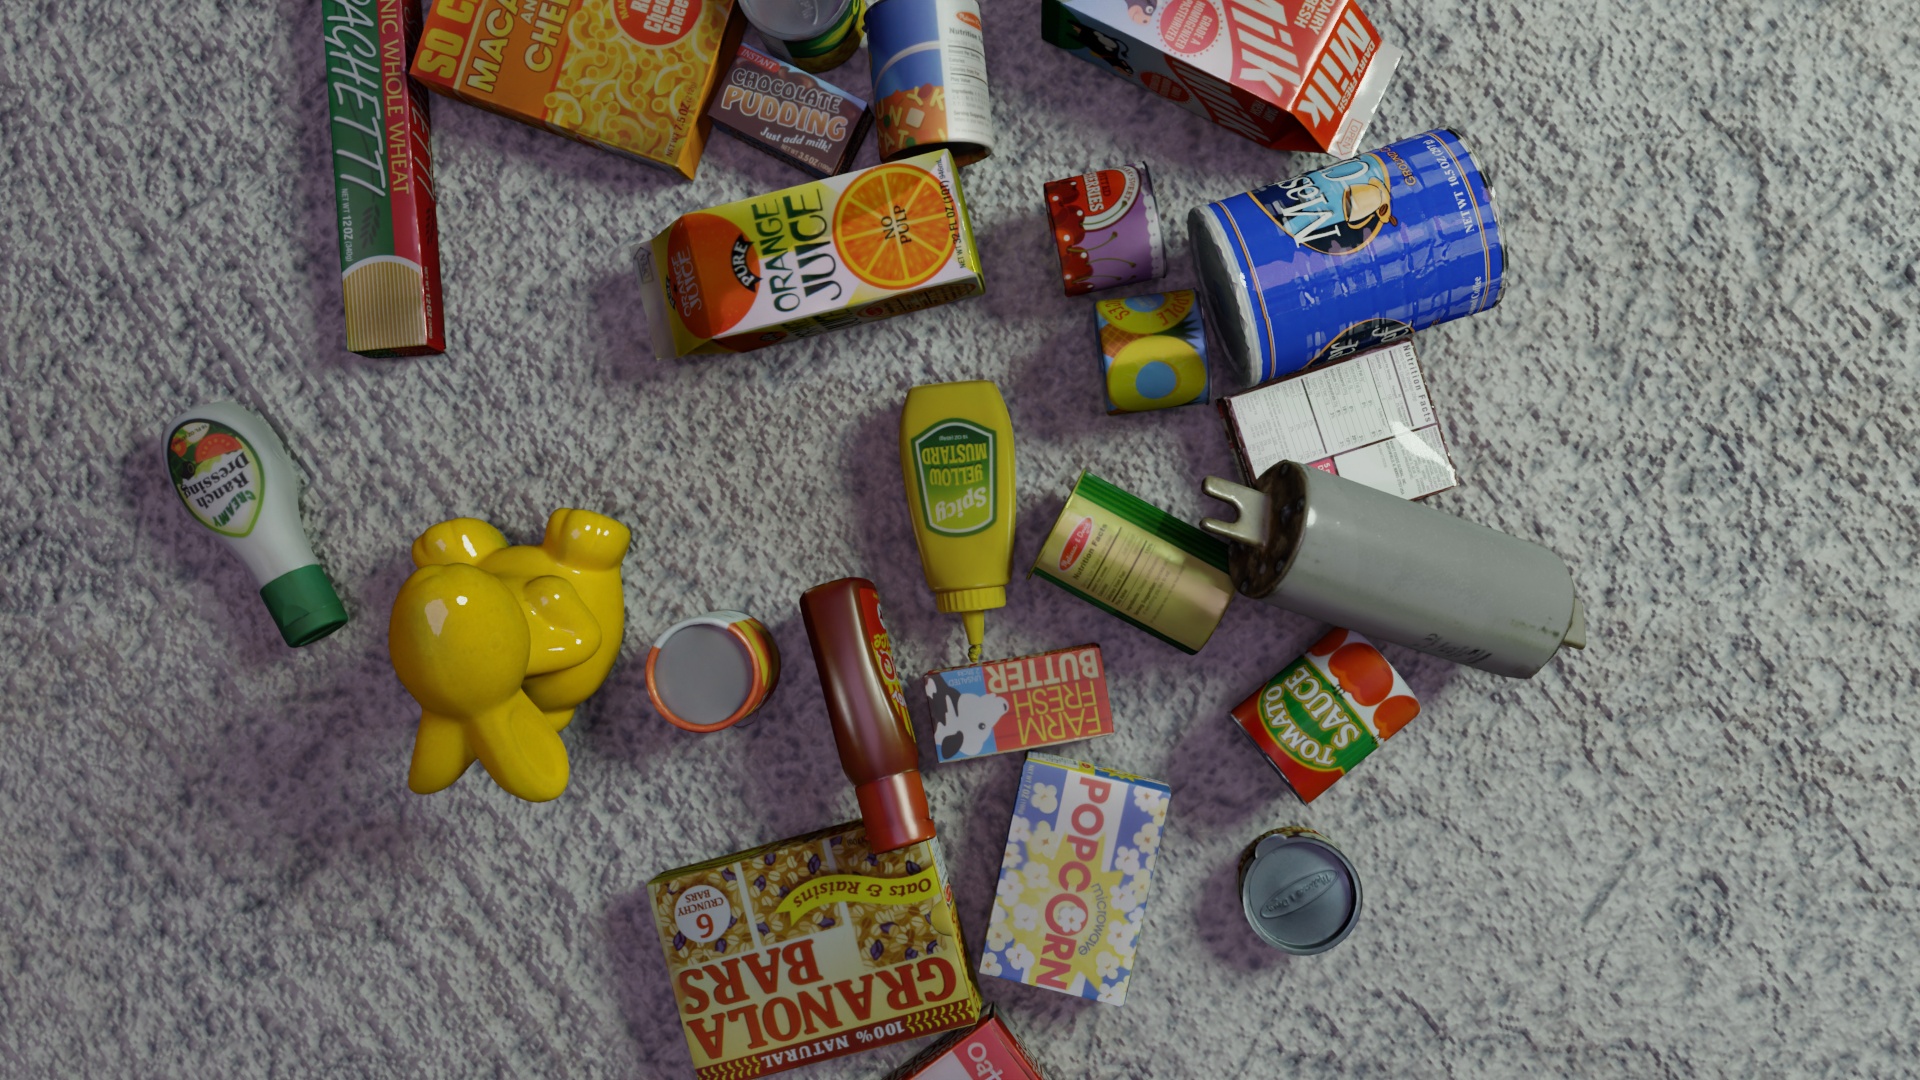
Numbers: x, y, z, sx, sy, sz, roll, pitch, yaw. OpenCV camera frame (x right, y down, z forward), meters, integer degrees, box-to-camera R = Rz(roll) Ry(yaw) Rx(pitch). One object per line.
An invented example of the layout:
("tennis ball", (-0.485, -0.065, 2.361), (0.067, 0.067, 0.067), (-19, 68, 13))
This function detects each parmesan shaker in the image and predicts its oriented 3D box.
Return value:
("parmesan shaker", (0.098, 0.015, 0.777), (0.103, 0.071, 0.071), (28, 92, 2))

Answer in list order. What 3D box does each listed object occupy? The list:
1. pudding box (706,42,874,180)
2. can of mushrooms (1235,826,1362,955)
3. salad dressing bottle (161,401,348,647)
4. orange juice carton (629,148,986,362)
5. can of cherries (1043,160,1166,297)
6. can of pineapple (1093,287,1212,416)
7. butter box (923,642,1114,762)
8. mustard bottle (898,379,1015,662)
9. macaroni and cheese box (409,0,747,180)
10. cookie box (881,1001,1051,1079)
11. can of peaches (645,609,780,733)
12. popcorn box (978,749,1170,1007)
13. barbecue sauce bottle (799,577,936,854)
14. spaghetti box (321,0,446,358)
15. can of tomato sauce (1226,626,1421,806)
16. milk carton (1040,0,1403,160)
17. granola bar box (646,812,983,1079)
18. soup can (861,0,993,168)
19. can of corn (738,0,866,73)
("pudding box", (-0.098, -0.247, 0.807), (0.084, 0.030, 0.049), (27, 91, 3))
("can of mushrooms", (0.190, 0.195, 0.786), (0.071, 0.033, 0.071), (0, 90, 4))
("salad dressing bottle", (-0.413, -0.009, 0.818), (0.064, 0.044, 0.147), (-30, 88, 2))
("orange juice carton", (-0.088, -0.156, 0.784), (0.193, 0.073, 0.072), (-13, 90, 4))
("can of cherries", (0.080, -0.175, 0.775), (0.058, 0.071, 0.071), (-11, 89, 5))
("can of pineapple", (0.106, -0.106, 0.775), (0.058, 0.071, 0.071), (-7, 90, 4))
("butter box", (0.034, 0.093, 0.800), (0.103, 0.024, 0.053), (-10, 90, 4))
("mustard bottle", (0.003, -0.010, 0.790), (0.065, 0.049, 0.160), (-7, 89, 5))
("macaroni and cheese box", (-0.218, -0.296, 0.809), (0.166, 0.040, 0.123), (19, 91, 3))
("cookie box", (-0.011, 0.366, 0.794), (0.167, 0.040, 0.123), (-37, 88, 3))
("can of peaches", (-0.140, 0.076, 0.794), (0.071, 0.058, 0.071), (0, 89, 4))
("popcorn box", (0.065, 0.191, 0.791), (0.085, 0.038, 0.126), (13, 91, 3))
("barbecue sauce bottle", (-0.051, 0.097, 0.772), (0.044, 0.064, 0.149), (-17, 76, 3))
("spaghetti box", (-0.343, -0.234, 0.822), (0.050, 0.028, 0.250), (-4, 90, 3))
("can of tomato sauce", (0.201, 0.095, 0.767), (0.083, 0.071, 0.071), (-39, 88, 2))
("milk carton", (0.144, -0.281, 0.770), (0.191, 0.073, 0.072), (26, 92, 3))
("granola bar box", (-0.083, 0.233, 0.799), (0.165, 0.039, 0.124), (-16, 89, 3))
("soup can", (-0.020, -0.257, 0.785), (0.071, 0.071, 0.083), (-6, 90, 4))
("can of corn", (-0.087, -0.309, 0.792), (0.071, 0.058, 0.071), (0, 90, 4))
